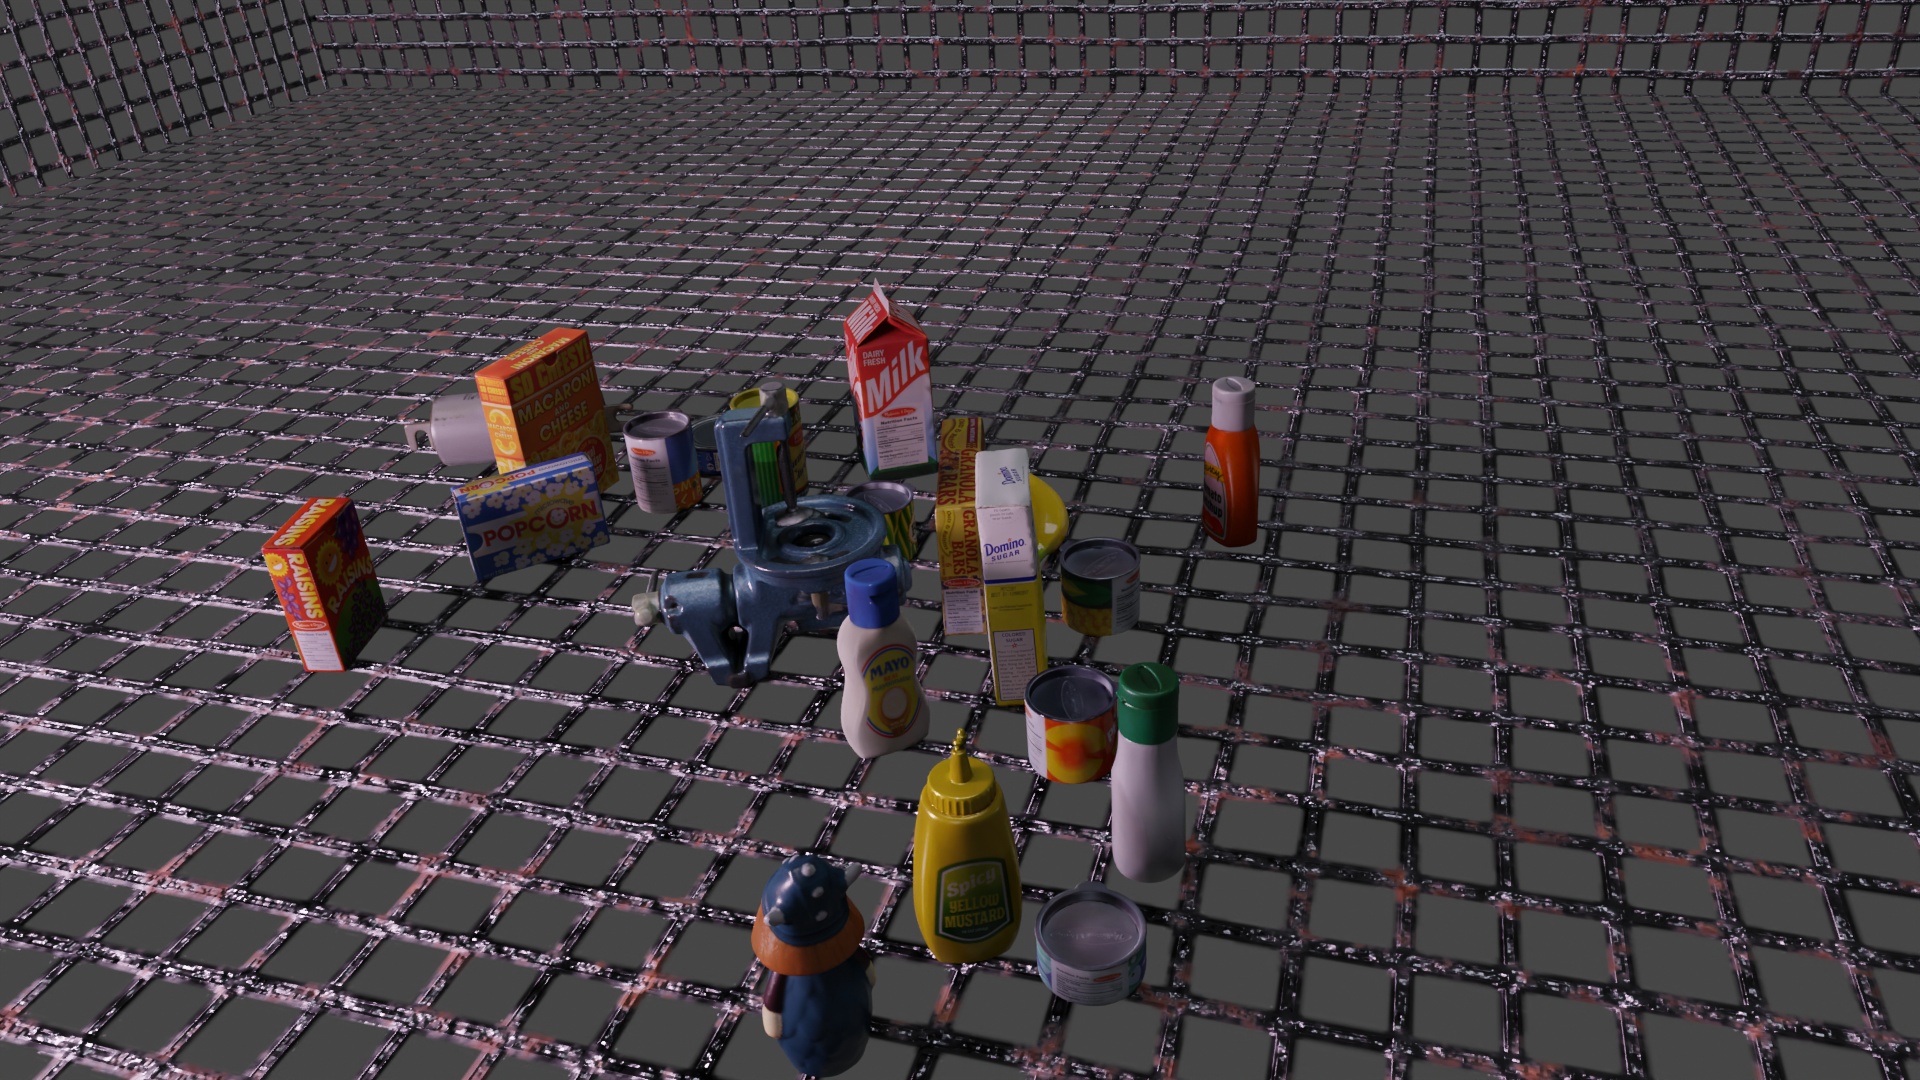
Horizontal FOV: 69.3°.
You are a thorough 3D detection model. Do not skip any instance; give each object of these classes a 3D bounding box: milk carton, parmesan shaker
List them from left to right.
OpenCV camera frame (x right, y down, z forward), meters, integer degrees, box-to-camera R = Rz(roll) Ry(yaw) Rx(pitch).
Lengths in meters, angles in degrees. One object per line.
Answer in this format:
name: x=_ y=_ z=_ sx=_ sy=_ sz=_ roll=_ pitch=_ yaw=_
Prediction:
parmesan shaker: x=-0.185 y=-0.093 z=1.364 sx=0.071 sy=0.102 sz=0.071 roll=-3 pitch=30 yaw=2
milk carton: x=-0.070 y=-0.159 z=1.379 sx=0.073 sy=0.189 sz=0.072 roll=-10 pitch=30 yaw=-11

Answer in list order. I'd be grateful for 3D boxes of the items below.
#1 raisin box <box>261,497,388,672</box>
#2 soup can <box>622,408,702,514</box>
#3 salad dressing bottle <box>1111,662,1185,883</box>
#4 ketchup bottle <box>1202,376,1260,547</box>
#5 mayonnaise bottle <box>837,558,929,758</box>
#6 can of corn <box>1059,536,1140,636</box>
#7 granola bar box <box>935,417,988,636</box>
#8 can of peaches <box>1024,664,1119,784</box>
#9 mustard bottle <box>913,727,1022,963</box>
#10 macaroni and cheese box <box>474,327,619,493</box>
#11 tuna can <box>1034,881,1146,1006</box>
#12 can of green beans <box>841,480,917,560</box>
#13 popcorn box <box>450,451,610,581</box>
raisin box: x=-0.529 y=0.037 z=1.163 sx=0.040 sy=0.122 sz=0.086 roll=0 pitch=30 yaw=7
soup can: x=-0.291 y=-0.079 z=1.372 sx=0.071 sy=0.083 sz=0.072 roll=-3 pitch=30 yaw=2
salad dressing bottle: x=0.118 y=0.146 z=0.872 sx=0.044 sy=0.147 sz=0.064 roll=-10 pitch=30 yaw=-10
ketchup bottle: x=0.241 y=-0.071 z=1.230 sx=0.043 sy=0.148 sz=0.065 roll=-11 pitch=31 yaw=-12
mayonnaise bottle: x=-0.058 y=0.085 z=0.999 sx=0.065 sy=0.147 sz=0.041 roll=-17 pitch=32 yaw=-22
can of corn: x=0.114 y=0.037 z=1.149 sx=0.071 sy=0.058 sz=0.071 roll=-3 pitch=30 yaw=2
granola bar box: x=0.004 y=-0.015 z=1.187 sx=0.039 sy=0.123 sz=0.166 roll=-2 pitch=30 yaw=3
can of peaches: x=0.082 y=0.131 z=0.992 sx=0.071 sy=0.057 sz=0.071 roll=-3 pitch=30 yaw=2
mustard bottle: x=0.002 y=0.178 z=0.819 sx=0.065 sy=0.159 sz=0.049 roll=-9 pitch=30 yaw=-8
macaroni and cheese box: x=-0.398 y=-0.107 z=1.352 sx=0.040 sy=0.165 sz=0.124 roll=10 pitch=33 yaw=23
tuna can: x=0.078 y=0.240 z=0.830 sx=0.071 sy=0.032 sz=0.071 roll=-3 pitch=30 yaw=2
can of green beans: x=-0.073 y=-0.014 z=1.261 sx=0.071 sy=0.057 sz=0.071 roll=-3 pitch=30 yaw=2
popcorn box: x=-0.397 y=-0.023 z=1.288 sx=0.127 sy=0.084 sz=0.038 roll=-18 pitch=33 yaw=-23
